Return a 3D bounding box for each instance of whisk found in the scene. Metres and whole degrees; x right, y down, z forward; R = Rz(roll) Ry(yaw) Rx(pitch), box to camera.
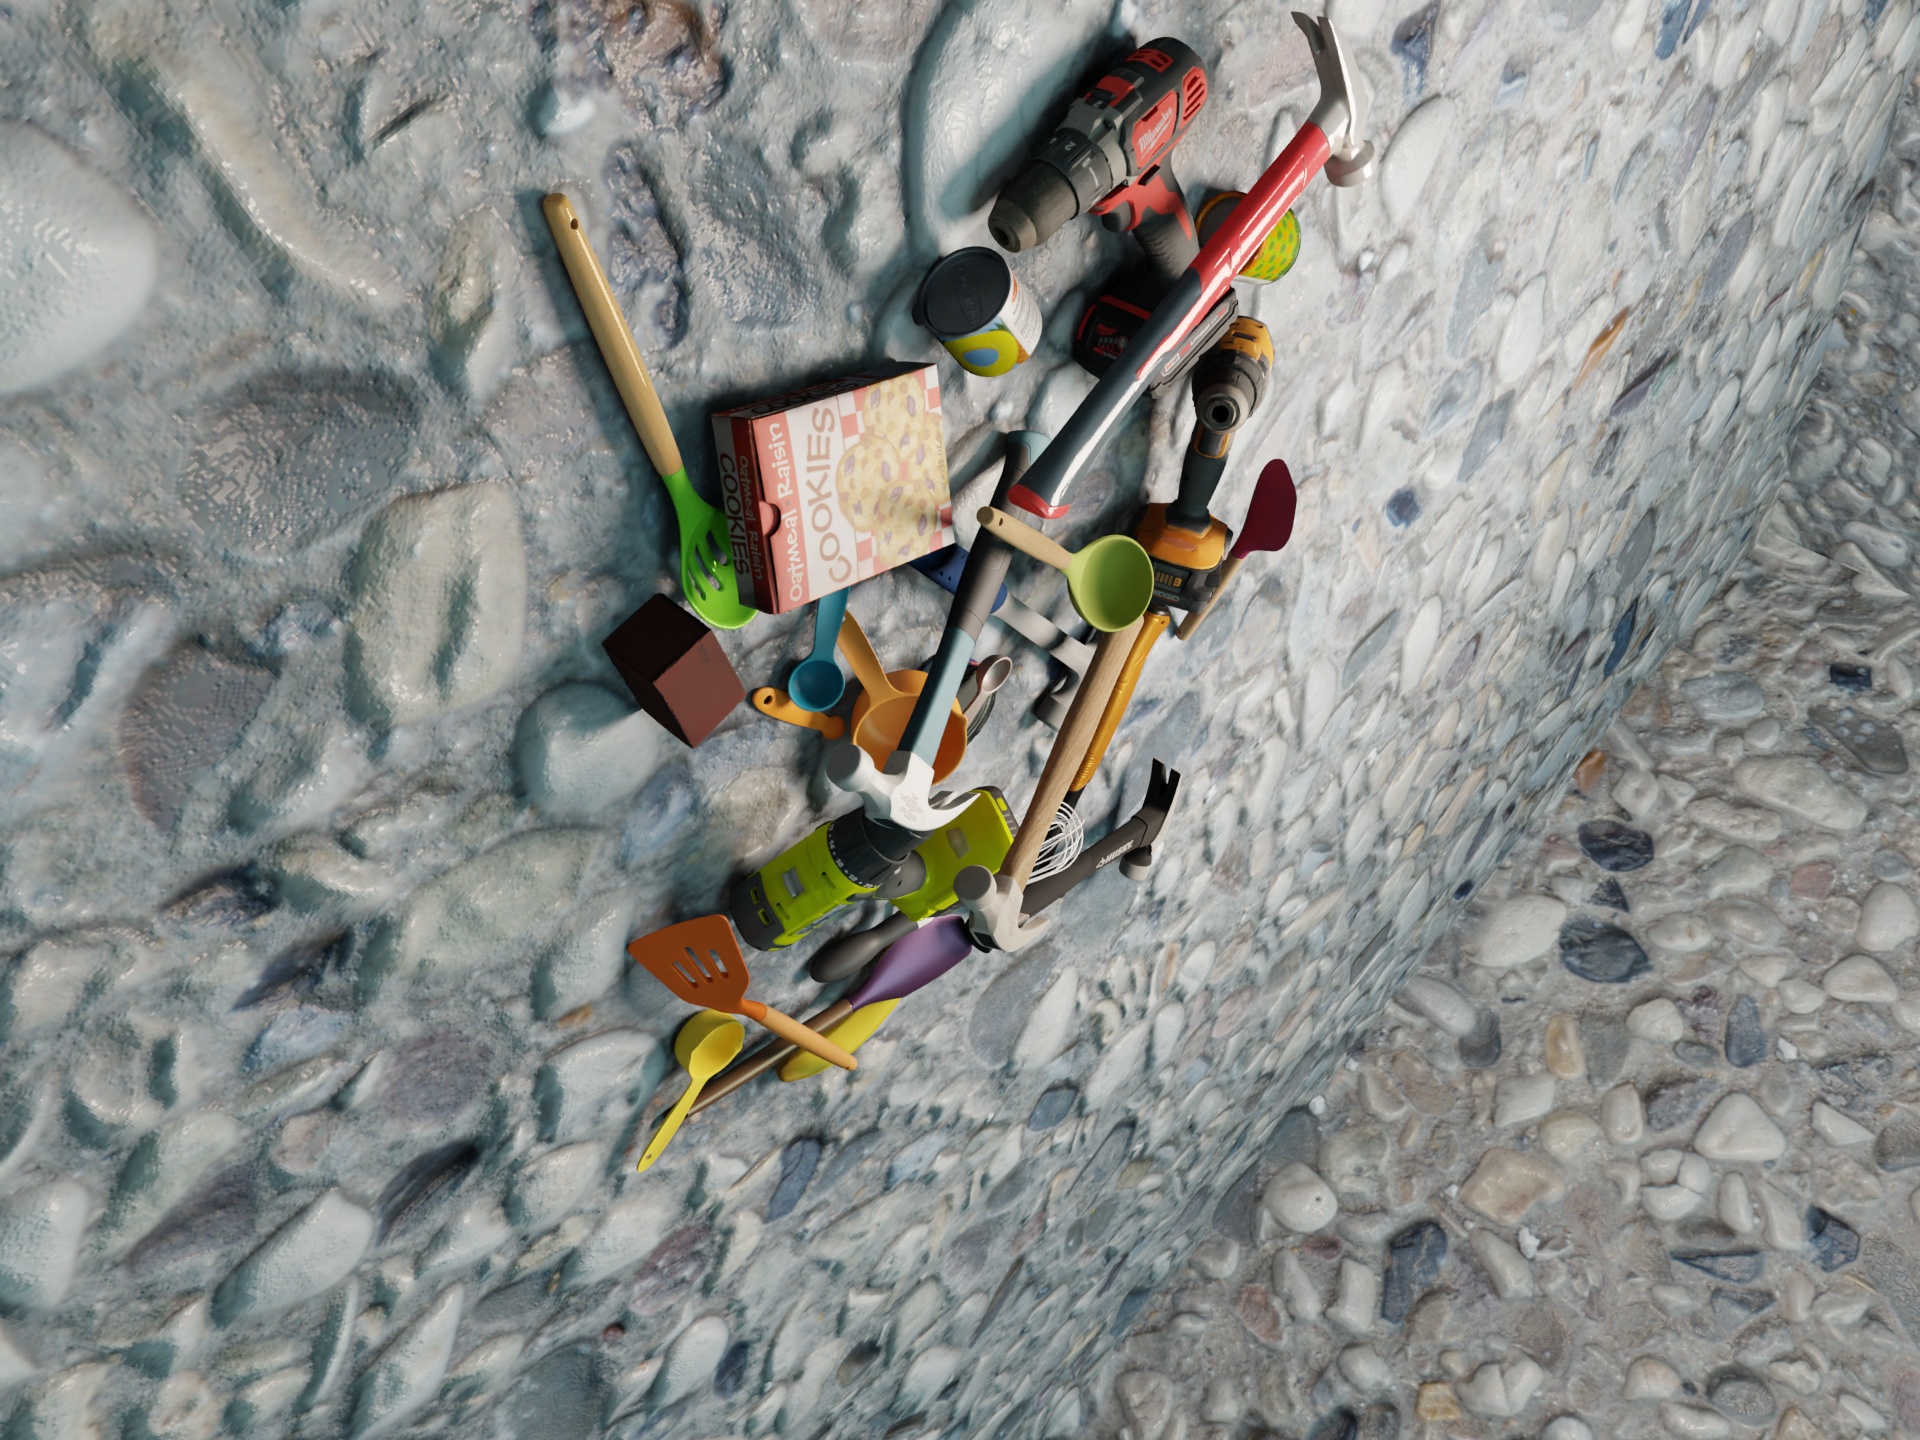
[{"bbox_3d":[-0.010,0.155,1.409,0.284,0.070,0.070,-29,143,-16],"label":"whisk"}]

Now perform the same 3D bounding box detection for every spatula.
[{"bbox_3d":[-0.153,0.232,1.282,0.081,0.041,0.322,-20,150,12],"label":"spatula"},{"bbox_3d":[-0.119,0.260,1.384,0.316,0.018,0.059,-30,117,-25],"label":"spatula"}]

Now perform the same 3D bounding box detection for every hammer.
[{"bbox_3d":[0.117,0.037,1.524,0.127,0.034,0.336,-7,125,-54],"label":"hammer"},{"bbox_3d":[0.113,0.142,1.547,0.335,0.035,0.146,-25,139,-49],"label":"hammer"},{"bbox_3d":[0.004,-0.072,1.136,0.128,0.033,0.331,45,57,-45],"label":"hammer"},{"bbox_3d":[0.155,-0.302,1.098,0.386,0.038,0.143,-52,143,-8],"label":"hammer"},{"bbox_3d":[0.035,-0.099,1.274,0.144,0.035,0.405,-57,150,3],"label":"hammer"},{"bbox_3d":[0.083,0.039,1.297,0.331,0.031,0.129,-64,151,-28],"label":"hammer"}]

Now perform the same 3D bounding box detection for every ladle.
[{"bbox_3d":[0.079,-0.119,1.168,0.320,0.062,0.078,10,96,-71],"label":"ladle"}]

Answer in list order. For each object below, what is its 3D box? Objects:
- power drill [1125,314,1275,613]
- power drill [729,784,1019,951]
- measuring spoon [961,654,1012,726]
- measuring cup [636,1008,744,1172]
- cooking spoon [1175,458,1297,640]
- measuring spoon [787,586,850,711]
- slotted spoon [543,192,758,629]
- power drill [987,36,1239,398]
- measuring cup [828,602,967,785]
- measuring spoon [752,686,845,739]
[{"bbox_3d":[0.198,-0.204,1.303,0.185,0.084,0.226,-64,170,-60],"label":"power drill"},{"bbox_3d":[-0.047,0.107,1.255,0.190,0.080,0.228,-35,162,29],"label":"power drill"},{"bbox_3d":[-0.002,-0.004,1.269,0.124,0.018,0.034,-54,152,12],"label":"measuring spoon"},{"bbox_3d":[-0.230,0.300,1.295,0.156,0.029,0.062,-58,150,12],"label":"measuring cup"},{"bbox_3d":[0.242,-0.139,1.425,0.017,0.069,0.318,-11,162,-12],"label":"cooking spoon"},{"bbox_3d":[-0.097,-0.069,1.136,0.042,0.021,0.128,5,110,-22],"label":"measuring spoon"},{"bbox_3d":[-0.175,-0.167,0.917,0.070,0.031,0.313,-60,152,-29],"label":"slotted spoon"},{"bbox_3d":[0.109,-0.333,1.114,0.188,0.080,0.226,-46,146,-16],"label":"power drill"},{"bbox_3d":[-0.058,-0.028,1.198,0.095,0.052,0.173,-24,120,8],"label":"measuring cup"},{"bbox_3d":[-0.117,-0.004,1.172,0.021,0.011,0.116,-58,150,3],"label":"measuring spoon"}]
